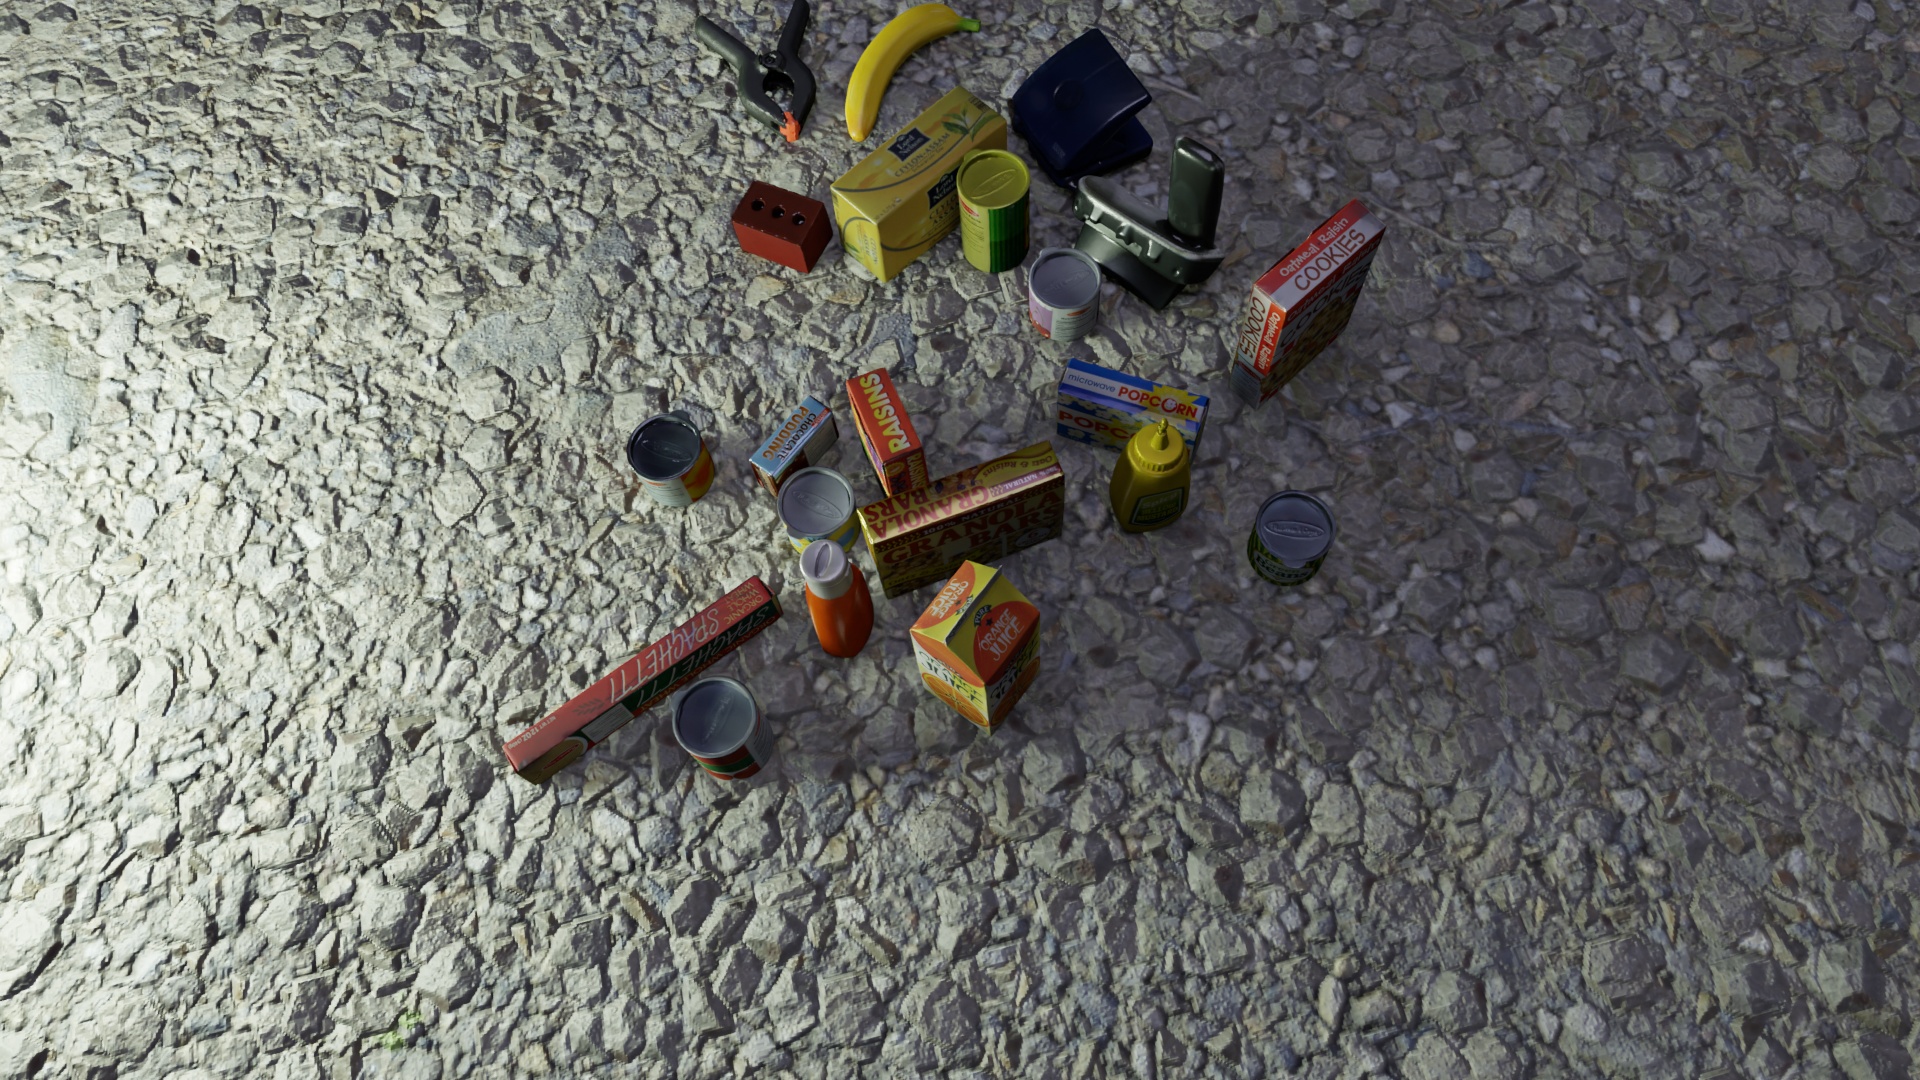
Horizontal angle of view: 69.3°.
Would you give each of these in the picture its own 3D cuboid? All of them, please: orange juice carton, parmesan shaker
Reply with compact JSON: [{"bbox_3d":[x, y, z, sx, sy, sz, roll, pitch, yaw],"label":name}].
[{"bbox_3d":[0.014,0.080,1.077,0.073,0.192,0.072,35,73,16],"label":"orange juice carton"},{"bbox_3d":[0.031,-0.307,1.294,0.071,0.102,0.071,-1,67,3],"label":"parmesan shaker"}]

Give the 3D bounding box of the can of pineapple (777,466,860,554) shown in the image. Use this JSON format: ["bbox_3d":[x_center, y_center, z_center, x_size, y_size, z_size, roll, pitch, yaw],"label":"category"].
[{"bbox_3d":[-0.123,-0.022,1.202,0.071,0.057,0.071,-1,67,2],"label":"can of pineapple"}]

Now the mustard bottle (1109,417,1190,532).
[{"bbox_3d":[0.159,-0.057,1.148,0.065,0.159,0.049,-15,67,-3],"label":"mustard bottle"}]

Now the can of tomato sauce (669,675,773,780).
[{"bbox_3d":[-0.191,0.152,1.116,0.071,0.082,0.071,-1,67,3],"label":"can of tomato sauce"}]

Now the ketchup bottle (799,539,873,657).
[{"bbox_3d":[-0.100,0.044,1.123,0.043,0.148,0.065,10,68,7],"label":"ketchup bottle"}]

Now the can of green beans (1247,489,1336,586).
[{"bbox_3d":[0.278,-0.001,1.173,0.071,0.057,0.071,-1,67,2],"label":"can of green beans"}]

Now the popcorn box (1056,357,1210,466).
[{"bbox_3d":[0.148,-0.108,1.211,0.127,0.085,0.038,18,69,10],"label":"popcorn box"}]

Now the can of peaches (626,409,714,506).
[{"bbox_3d":[-0.254,-0.072,1.230,0.071,0.058,0.071,-1,67,2],"label":"can of peaches"}]

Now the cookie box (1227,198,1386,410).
[{"bbox_3d":[0.295,-0.201,1.200,0.123,0.166,0.040,-41,71,-14],"label":"cookie box"}]

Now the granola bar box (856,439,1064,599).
[{"bbox_3d":[0.004,-0.014,1.156,0.166,0.123,0.039,-20,67,-6],"label":"granola bar box"}]

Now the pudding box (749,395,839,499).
[{"bbox_3d":[-0.147,-0.082,1.234,0.030,0.049,0.084,35,73,16],"label":"pudding box"}]

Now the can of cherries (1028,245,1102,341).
[{"bbox_3d":[0.096,-0.228,1.281,0.071,0.058,0.072,-1,67,2],"label":"can of cherries"}]

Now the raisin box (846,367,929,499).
[{"bbox_3d":[-0.060,-0.080,1.188,0.040,0.123,0.086,-22,67,-6],"label":"raisin box"}]

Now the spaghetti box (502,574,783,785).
[{"bbox_3d":[-0.259,0.115,1.153,0.250,0.050,0.029,-35,70,-12],"label":"spaghetti box"}]
